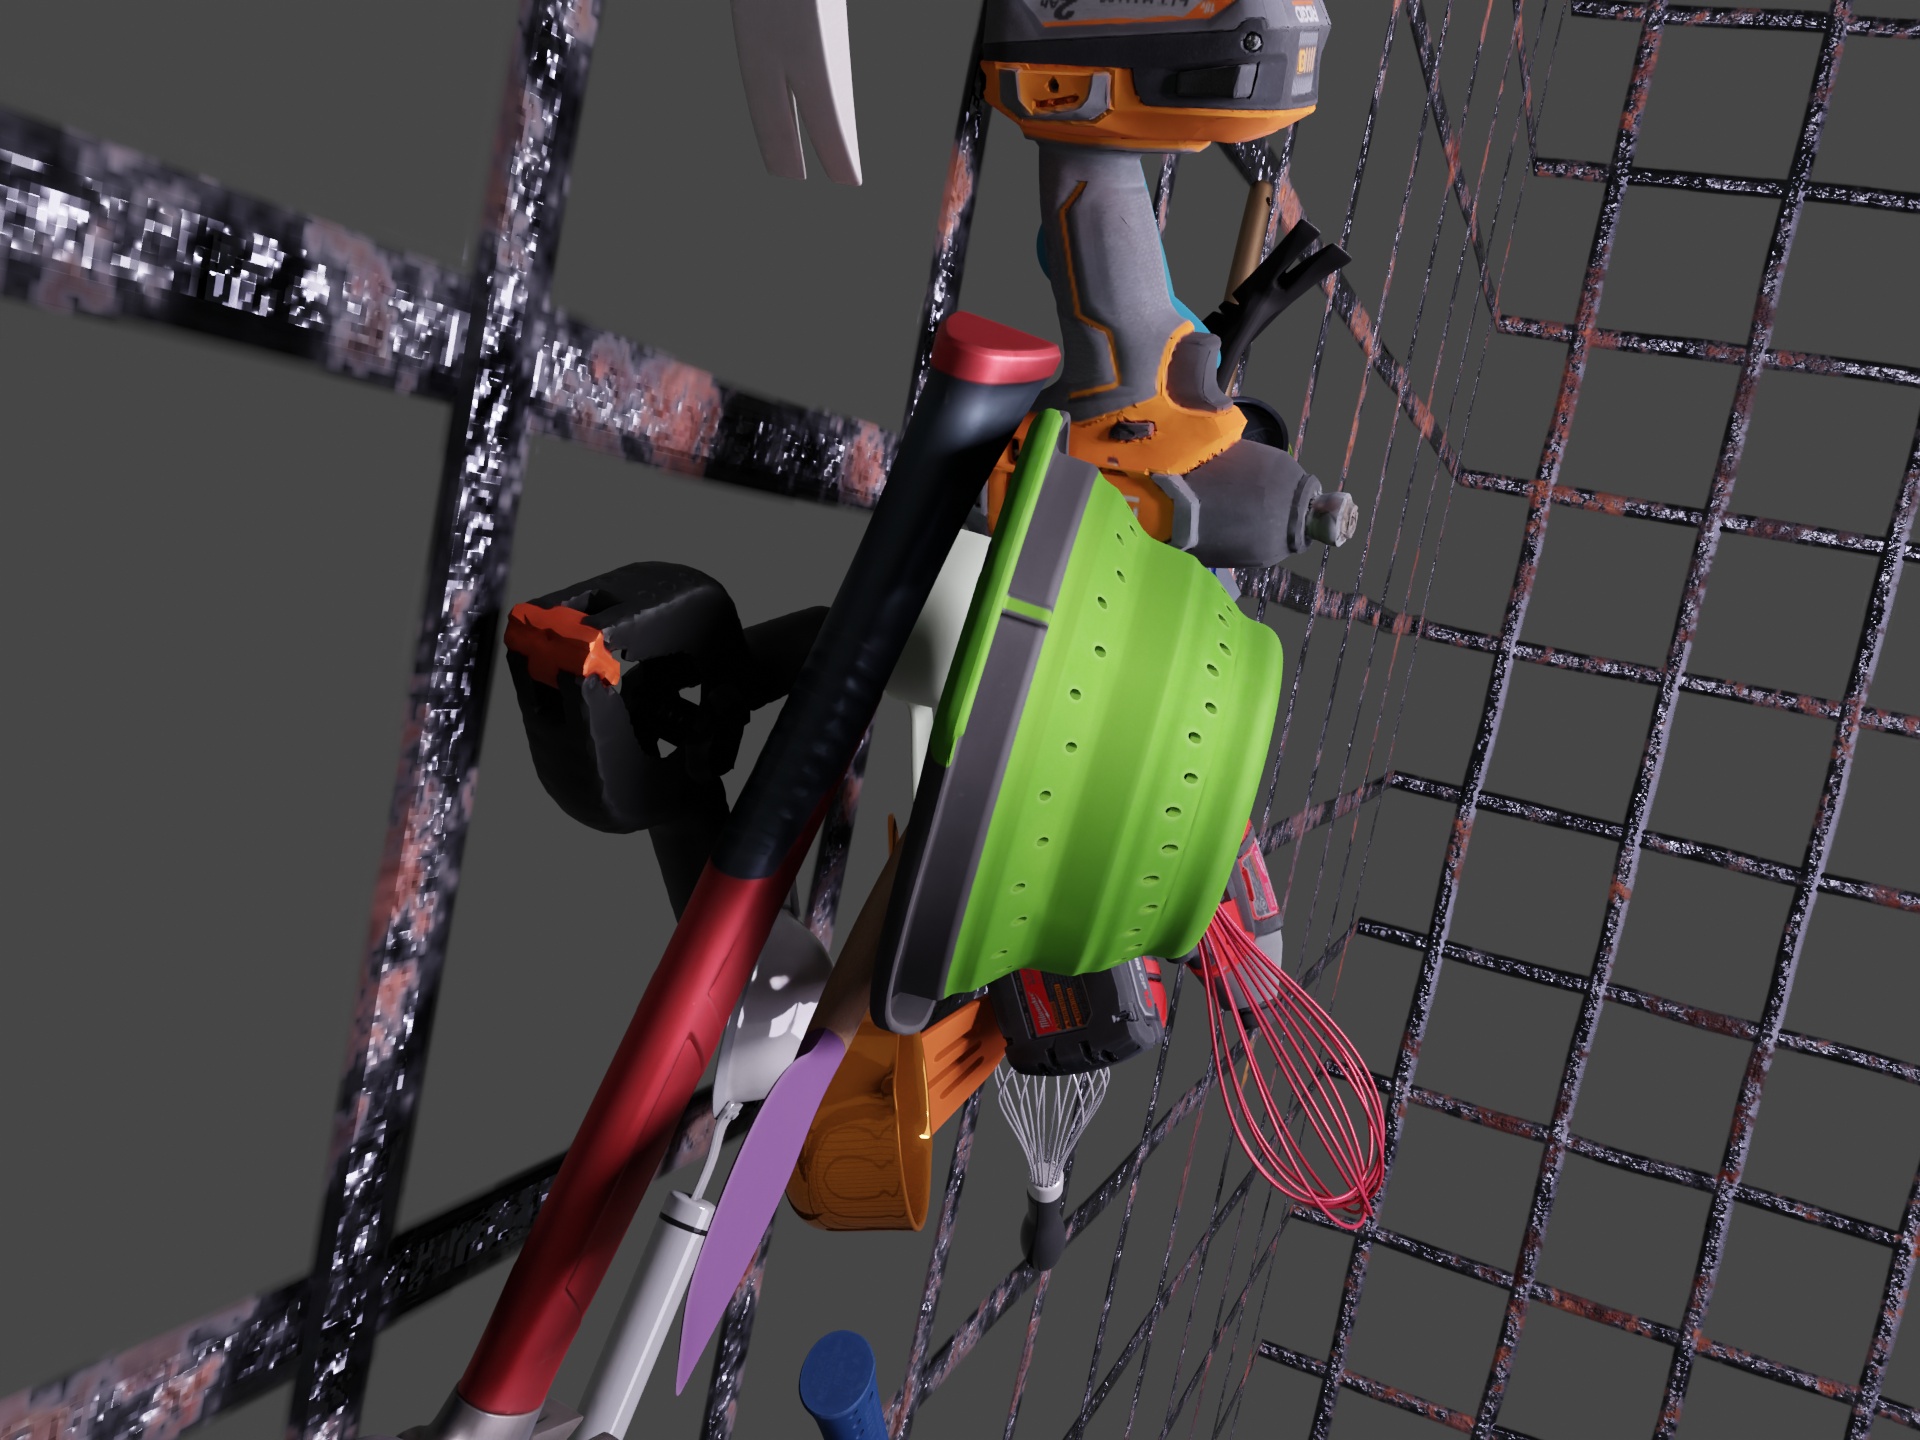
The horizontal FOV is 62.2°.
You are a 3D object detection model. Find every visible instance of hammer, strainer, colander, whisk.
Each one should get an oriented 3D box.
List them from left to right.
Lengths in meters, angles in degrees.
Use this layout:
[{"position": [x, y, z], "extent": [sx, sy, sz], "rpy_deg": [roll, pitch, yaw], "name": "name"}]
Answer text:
[{"position": [-0.091, 0.167, 0.563], "extent": [0.086, 0.050, 0.258], "rpy_deg": [81, 31, -75], "name": "strainer"}, {"position": [-0.063, 0.058, 0.479], "extent": [0.386, 0.038, 0.143], "rpy_deg": [-65, 163, -6], "name": "hammer"}, {"position": [-0.039, 0.447, 0.872], "extent": [0.405, 0.035, 0.144], "rpy_deg": [84, 29, -41], "name": "hammer"}, {"position": [0.052, 0.264, 0.973], "extent": [0.284, 0.070, 0.070], "rpy_deg": [89, 25, -45], "name": "whisk"}, {"position": [0.031, -0.329, 0.565], "extent": [0.411, 0.038, 0.146], "rpy_deg": [-55, 152, -44], "name": "hammer"}, {"position": [0.041, 0.041, 0.587], "extent": [0.396, 0.094, 0.205], "rpy_deg": [97, 10, -69], "name": "colander"}, {"position": [0.105, -0.112, 0.764], "extent": [0.127, 0.034, 0.337], "rpy_deg": [-41, -162, 48], "name": "hammer"}, {"position": [0.125, 0.107, 0.765], "extent": [0.296, 0.073, 0.073], "rpy_deg": [64, 25, 3], "name": "whisk"}]

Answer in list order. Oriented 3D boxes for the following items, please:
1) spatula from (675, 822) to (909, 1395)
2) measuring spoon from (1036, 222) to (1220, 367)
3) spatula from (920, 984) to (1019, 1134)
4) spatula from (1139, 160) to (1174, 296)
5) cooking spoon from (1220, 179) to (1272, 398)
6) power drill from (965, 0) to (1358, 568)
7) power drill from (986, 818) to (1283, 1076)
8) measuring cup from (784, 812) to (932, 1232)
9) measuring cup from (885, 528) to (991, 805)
[{"position": [-0.040, 0.094, 0.539], "extent": [0.316, 0.018, 0.059], "rpy_deg": [-63, 165, -66], "name": "spatula"}, {"position": [0.076, -0.193, 0.725], "extent": [0.128, 0.021, 0.042], "rpy_deg": [27, 84, -42], "name": "measuring spoon"}, {"position": [0.039, 0.094, 0.873], "extent": [0.323, 0.041, 0.081], "rpy_deg": [-62, 154, -43], "name": "spatula"}, {"position": [0.058, -0.127, 0.748], "extent": [0.082, 0.044, 0.318], "rpy_deg": [53, 54, -63], "name": "spatula"}, {"position": [0.152, -0.184, 0.952], "extent": [0.068, 0.017, 0.319], "rpy_deg": [27, 71, -42], "name": "cooking spoon"}, {"position": [0.083, -0.168, 0.622], "extent": [0.084, 0.164, 0.226], "rpy_deg": [-38, 136, -54], "name": "power drill"}, {"position": [0.103, 0.112, 0.846], "extent": [0.219, 0.078, 0.143], "rpy_deg": [-7, 79, -55], "name": "power drill"}, {"position": [-0.045, 0.120, 0.649], "extent": [0.095, 0.052, 0.174], "rpy_deg": [73, 11, -63], "name": "measuring cup"}, {"position": [-0.001, -0.002, 0.681], "extent": [0.083, 0.038, 0.167], "rpy_deg": [-48, 144, -51], "name": "measuring cup"}]
